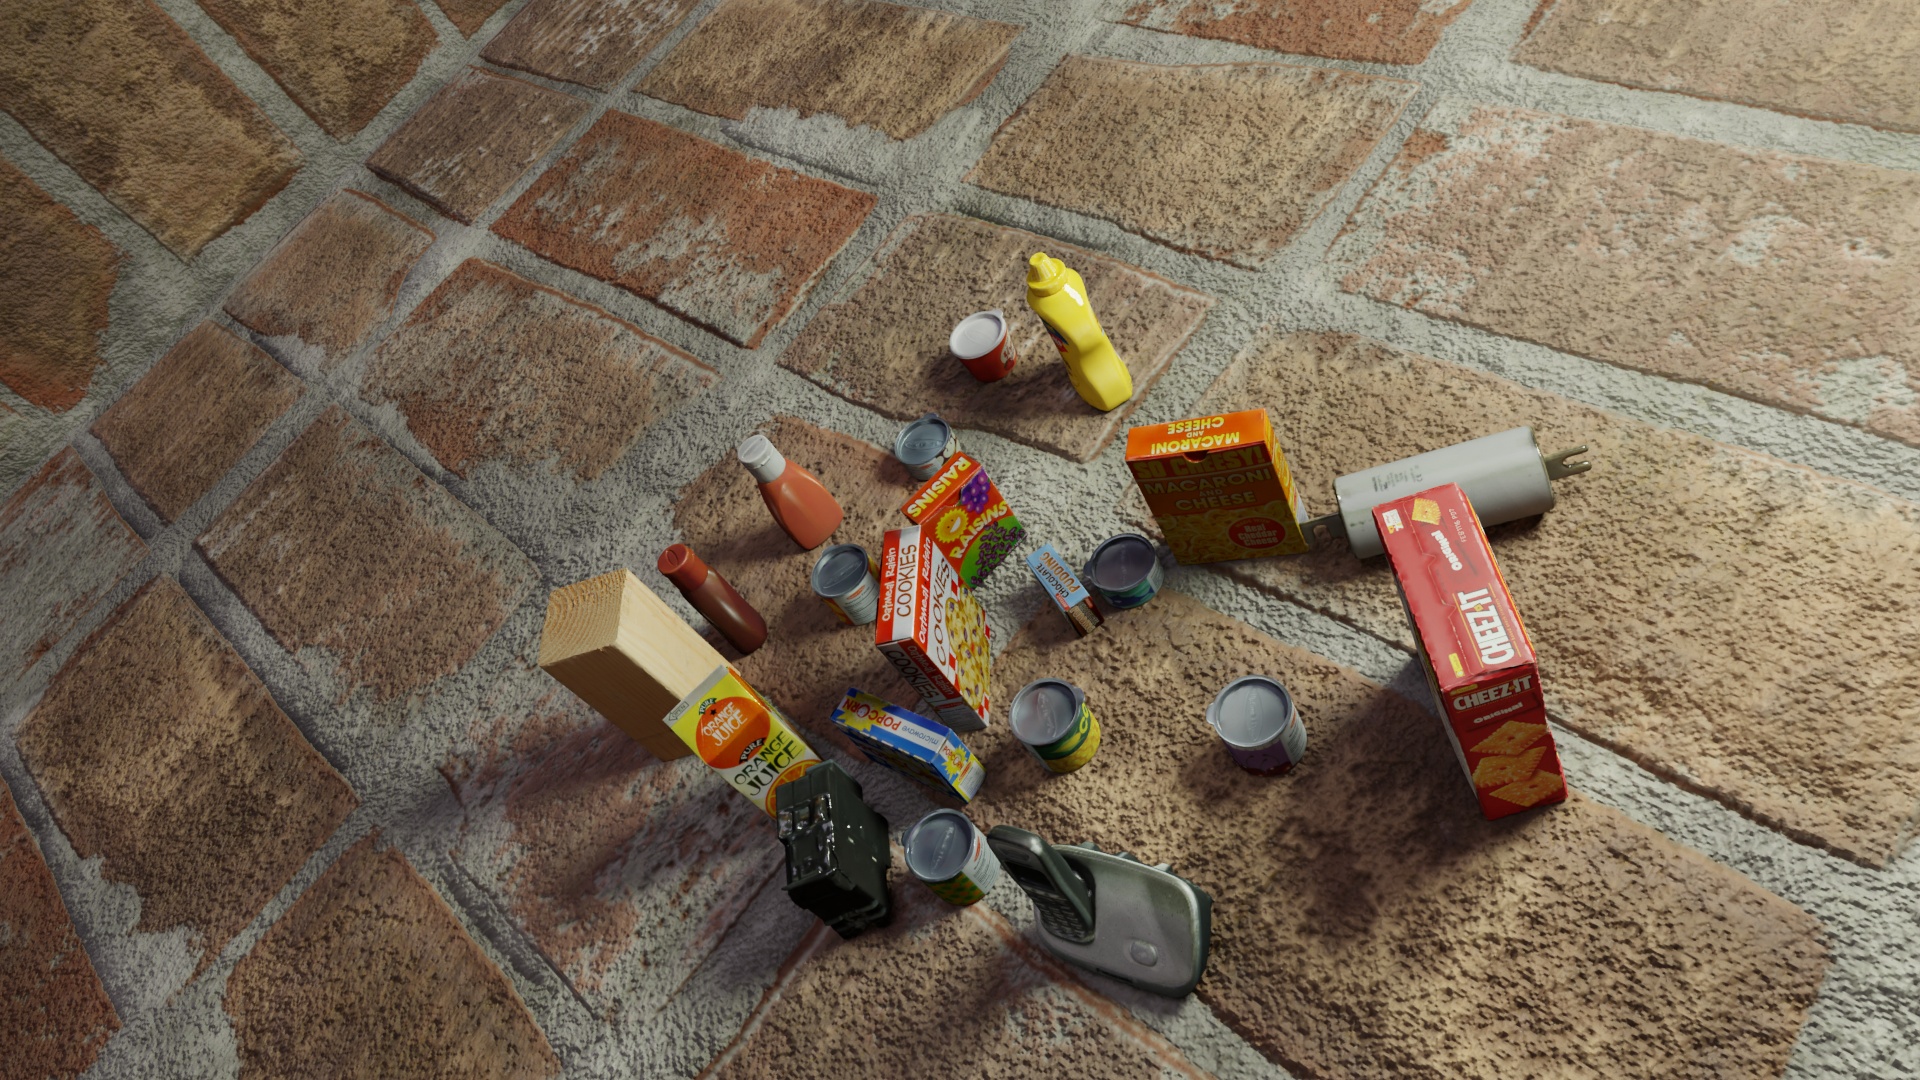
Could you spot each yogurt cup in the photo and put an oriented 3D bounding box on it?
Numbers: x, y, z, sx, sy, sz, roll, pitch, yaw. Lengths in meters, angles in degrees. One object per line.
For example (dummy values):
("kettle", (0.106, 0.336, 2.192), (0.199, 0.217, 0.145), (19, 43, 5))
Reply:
("yogurt cup", (0.028, -0.214, 1.554), (0.072, 0.053, 0.073), (-15, 50, 18))

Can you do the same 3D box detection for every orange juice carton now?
("orange juice carton", (-0.195, 0.184, 1.273), (0.072, 0.192, 0.073), (-44, 47, -8))

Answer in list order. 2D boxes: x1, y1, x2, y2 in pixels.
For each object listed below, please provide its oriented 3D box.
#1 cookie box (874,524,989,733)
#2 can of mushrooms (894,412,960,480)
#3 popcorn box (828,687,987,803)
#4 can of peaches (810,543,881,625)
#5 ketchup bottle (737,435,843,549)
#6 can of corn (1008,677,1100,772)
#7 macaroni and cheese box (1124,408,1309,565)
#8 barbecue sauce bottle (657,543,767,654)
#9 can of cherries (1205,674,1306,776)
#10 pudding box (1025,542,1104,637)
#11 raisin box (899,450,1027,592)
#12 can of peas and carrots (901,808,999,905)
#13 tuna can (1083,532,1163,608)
("cookie box", (-0.023, 0.083, 1.275), (0.040, 0.167, 0.123), (-14, 50, 20))
("can of mushrooms", (-0.035, -0.102, 1.515), (0.071, 0.033, 0.071), (-15, 50, 18))
("popcorn box", (-0.047, 0.186, 1.264), (0.127, 0.085, 0.038), (17, 66, 37))
("can of peaches", (-0.112, 0.044, 1.428), (0.071, 0.058, 0.071), (-15, 50, 19))
("ketchup bottle", (-0.184, -0.054, 1.480), (0.065, 0.148, 0.043), (-46, 48, -10))
("can of corn", (0.086, 0.163, 1.228), (0.071, 0.058, 0.071), (-15, 50, 19))
("macaroni and cheese box", (0.231, -0.043, 1.234), (0.123, 0.166, 0.040), (-7, 53, 24))
("barbecue sauce bottle", (-0.257, 0.058, 1.434), (0.044, 0.148, 0.065), (-38, 47, -2))
("can of cherries", (0.245, 0.153, 1.148), (0.071, 0.058, 0.072), (-15, 50, 19))
("pudding box", (0.098, 0.046, 1.317), (0.030, 0.049, 0.084), (-35, 47, 0))
("raisin box", (0.005, -0.017, 1.367), (0.086, 0.123, 0.040), (-44, 47, -8))
("can of peas and carrots", (-0.009, 0.272, 1.195), (0.071, 0.058, 0.071), (-15, 50, 19))
("tuna can", (0.154, 0.029, 1.311), (0.071, 0.032, 0.071), (-15, 50, 18))
